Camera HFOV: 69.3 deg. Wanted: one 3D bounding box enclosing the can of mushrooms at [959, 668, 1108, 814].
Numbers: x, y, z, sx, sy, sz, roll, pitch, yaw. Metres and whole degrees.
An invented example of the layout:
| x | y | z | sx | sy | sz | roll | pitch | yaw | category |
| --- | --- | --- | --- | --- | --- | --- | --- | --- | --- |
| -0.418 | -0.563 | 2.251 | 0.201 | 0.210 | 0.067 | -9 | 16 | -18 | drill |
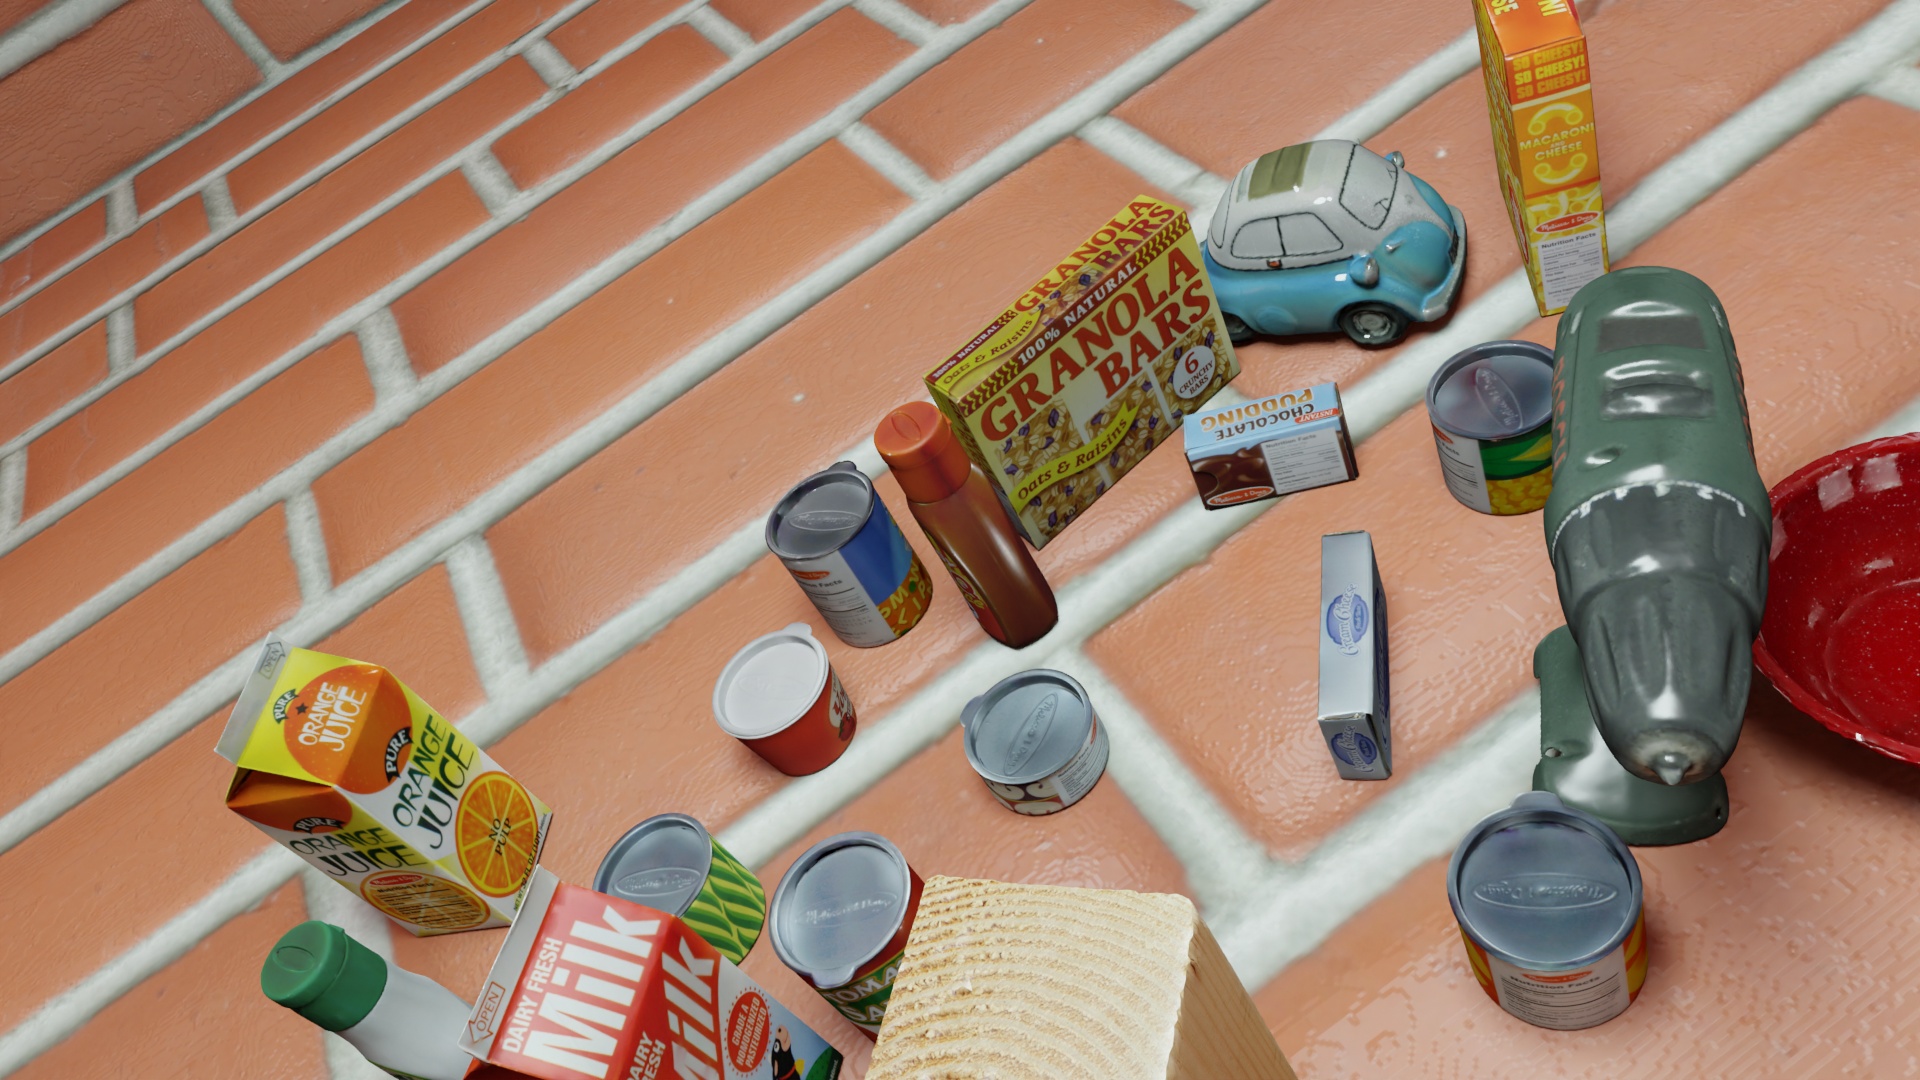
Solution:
| x | y | z | sx | sy | sz | roll | pitch | yaw | category |
| --- | --- | --- | --- | --- | --- | --- | --- | --- | --- |
| 0.036 | 0.098 | 0.684 | 0.071 | 0.033 | 0.071 | -16 | 45 | 16 | can of mushrooms |

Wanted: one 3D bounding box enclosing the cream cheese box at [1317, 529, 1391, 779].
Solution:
| x | y | z | sx | sy | sz | roll | pitch | yaw | category |
| --- | --- | --- | --- | --- | --- | --- | --- | --- | --- |
| 0.180 | 0.052 | 0.633 | 0.024 | 0.053 | 0.104 | -7 | 47 | 24 | cream cheese box |

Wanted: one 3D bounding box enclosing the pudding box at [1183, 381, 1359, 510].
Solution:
| x | y | z | sx | sy | sz | roll | pitch | yaw | category |
| --- | --- | --- | --- | --- | --- | --- | --- | --- | --- |
| 0.164 | -0.050 | 0.740 | 0.083 | 0.049 | 0.030 | -13 | 46 | 19 | pudding box |

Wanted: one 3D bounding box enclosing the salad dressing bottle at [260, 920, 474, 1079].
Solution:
| x | y | z | sx | sy | sz | roll | pitch | yaw | category |
| --- | --- | --- | --- | --- | --- | --- | --- | --- | --- |
| -0.258 | 0.225 | 0.645 | 0.064 | 0.147 | 0.044 | 4 | 53 | 32 | salad dressing bottle |

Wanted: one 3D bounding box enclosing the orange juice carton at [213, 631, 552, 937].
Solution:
| x | y | z | sx | sy | sz | roll | pitch | yaw | category |
| --- | --- | --- | --- | --- | --- | --- | --- | --- | --- |
| -0.306 | 0.131 | 0.726 | 0.073 | 0.192 | 0.072 | -13 | 46 | 19 | orange juice carton |

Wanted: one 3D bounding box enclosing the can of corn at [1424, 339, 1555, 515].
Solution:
| x | y | z | sx | sy | sz | roll | pitch | yaw | category |
| --- | --- | --- | --- | --- | --- | --- | --- | --- | --- |
| 0.269 | -0.056 | 0.681 | 0.071 | 0.058 | 0.071 | -16 | 45 | 16 | can of corn |

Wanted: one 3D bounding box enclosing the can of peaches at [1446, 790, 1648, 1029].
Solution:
| x | y | z | sx | sy | sz | roll | pitch | yaw | category |
| --- | --- | --- | --- | --- | --- | --- | --- | --- | --- |
| 0.222 | 0.140 | 0.523 | 0.071 | 0.058 | 0.071 | -16 | 45 | 16 | can of peaches |

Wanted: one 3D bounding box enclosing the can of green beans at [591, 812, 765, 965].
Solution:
| x | y | z | sx | sy | sz | roll | pitch | yaw | category |
| --- | --- | --- | --- | --- | --- | --- | --- | --- | --- |
| -0.139 | 0.178 | 0.688 | 0.071 | 0.057 | 0.071 | -16 | 45 | 16 | can of green beans |

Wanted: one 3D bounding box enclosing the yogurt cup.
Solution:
| x | y | z | sx | sy | sz | roll | pitch | yaw | category |
| --- | --- | --- | --- | --- | --- | --- | --- | --- | --- |
| -0.092 | 0.090 | 0.748 | 0.072 | 0.053 | 0.073 | -16 | 45 | 16 | yogurt cup |

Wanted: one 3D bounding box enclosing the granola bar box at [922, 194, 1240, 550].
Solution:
| x | y | z | sx | sy | sz | roll | pitch | yaw | category |
| --- | --- | --- | --- | --- | --- | --- | --- | --- | --- |
| 0.072 | -0.093 | 0.778 | 0.166 | 0.123 | 0.039 | -41 | 43 | -11 | granola bar box |

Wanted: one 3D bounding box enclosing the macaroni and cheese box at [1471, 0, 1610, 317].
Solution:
| x | y | z | sx | sy | sz | roll | pitch | yaw | category |
| --- | --- | --- | --- | --- | --- | --- | --- | --- | --- |
| 0.307 | -0.223 | 0.737 | 0.040 | 0.165 | 0.124 | -13 | 46 | 19 | macaroni and cheese box |

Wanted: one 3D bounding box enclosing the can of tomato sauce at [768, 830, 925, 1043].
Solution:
| x | y | z | sx | sy | sz | roll | pitch | yaw | category |
| --- | --- | --- | --- | --- | --- | --- | --- | --- | --- |
| -0.036 | 0.179 | 0.611 | 0.071 | 0.082 | 0.071 | -16 | 45 | 16 | can of tomato sauce |

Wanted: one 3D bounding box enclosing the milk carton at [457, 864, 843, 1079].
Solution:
| x | y | z | sx | sy | sz | roll | pitch | yaw | category |
| --- | --- | --- | --- | --- | --- | --- | --- | --- | --- |
| -0.127 | 0.205 | 0.559 | 0.073 | 0.189 | 0.073 | -6 | 48 | 25 | milk carton |

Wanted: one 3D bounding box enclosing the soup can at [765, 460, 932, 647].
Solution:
| x | y | z | sx | sy | sz | roll | pitch | yaw | category |
| --- | --- | --- | --- | --- | --- | --- | --- | --- | --- |
| -0.060 | 0.009 | 0.785 | 0.071 | 0.083 | 0.072 | -16 | 45 | 16 | soup can |

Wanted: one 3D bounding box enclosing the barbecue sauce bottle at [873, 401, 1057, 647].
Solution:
| x | y | z | sx | sy | sz | roll | pitch | yaw | category |
| --- | --- | --- | --- | --- | --- | --- | --- | --- | --- |
| 0.003 | -0.009 | 0.719 | 0.044 | 0.148 | 0.065 | -35 | 43 | -4 | barbecue sauce bottle |
